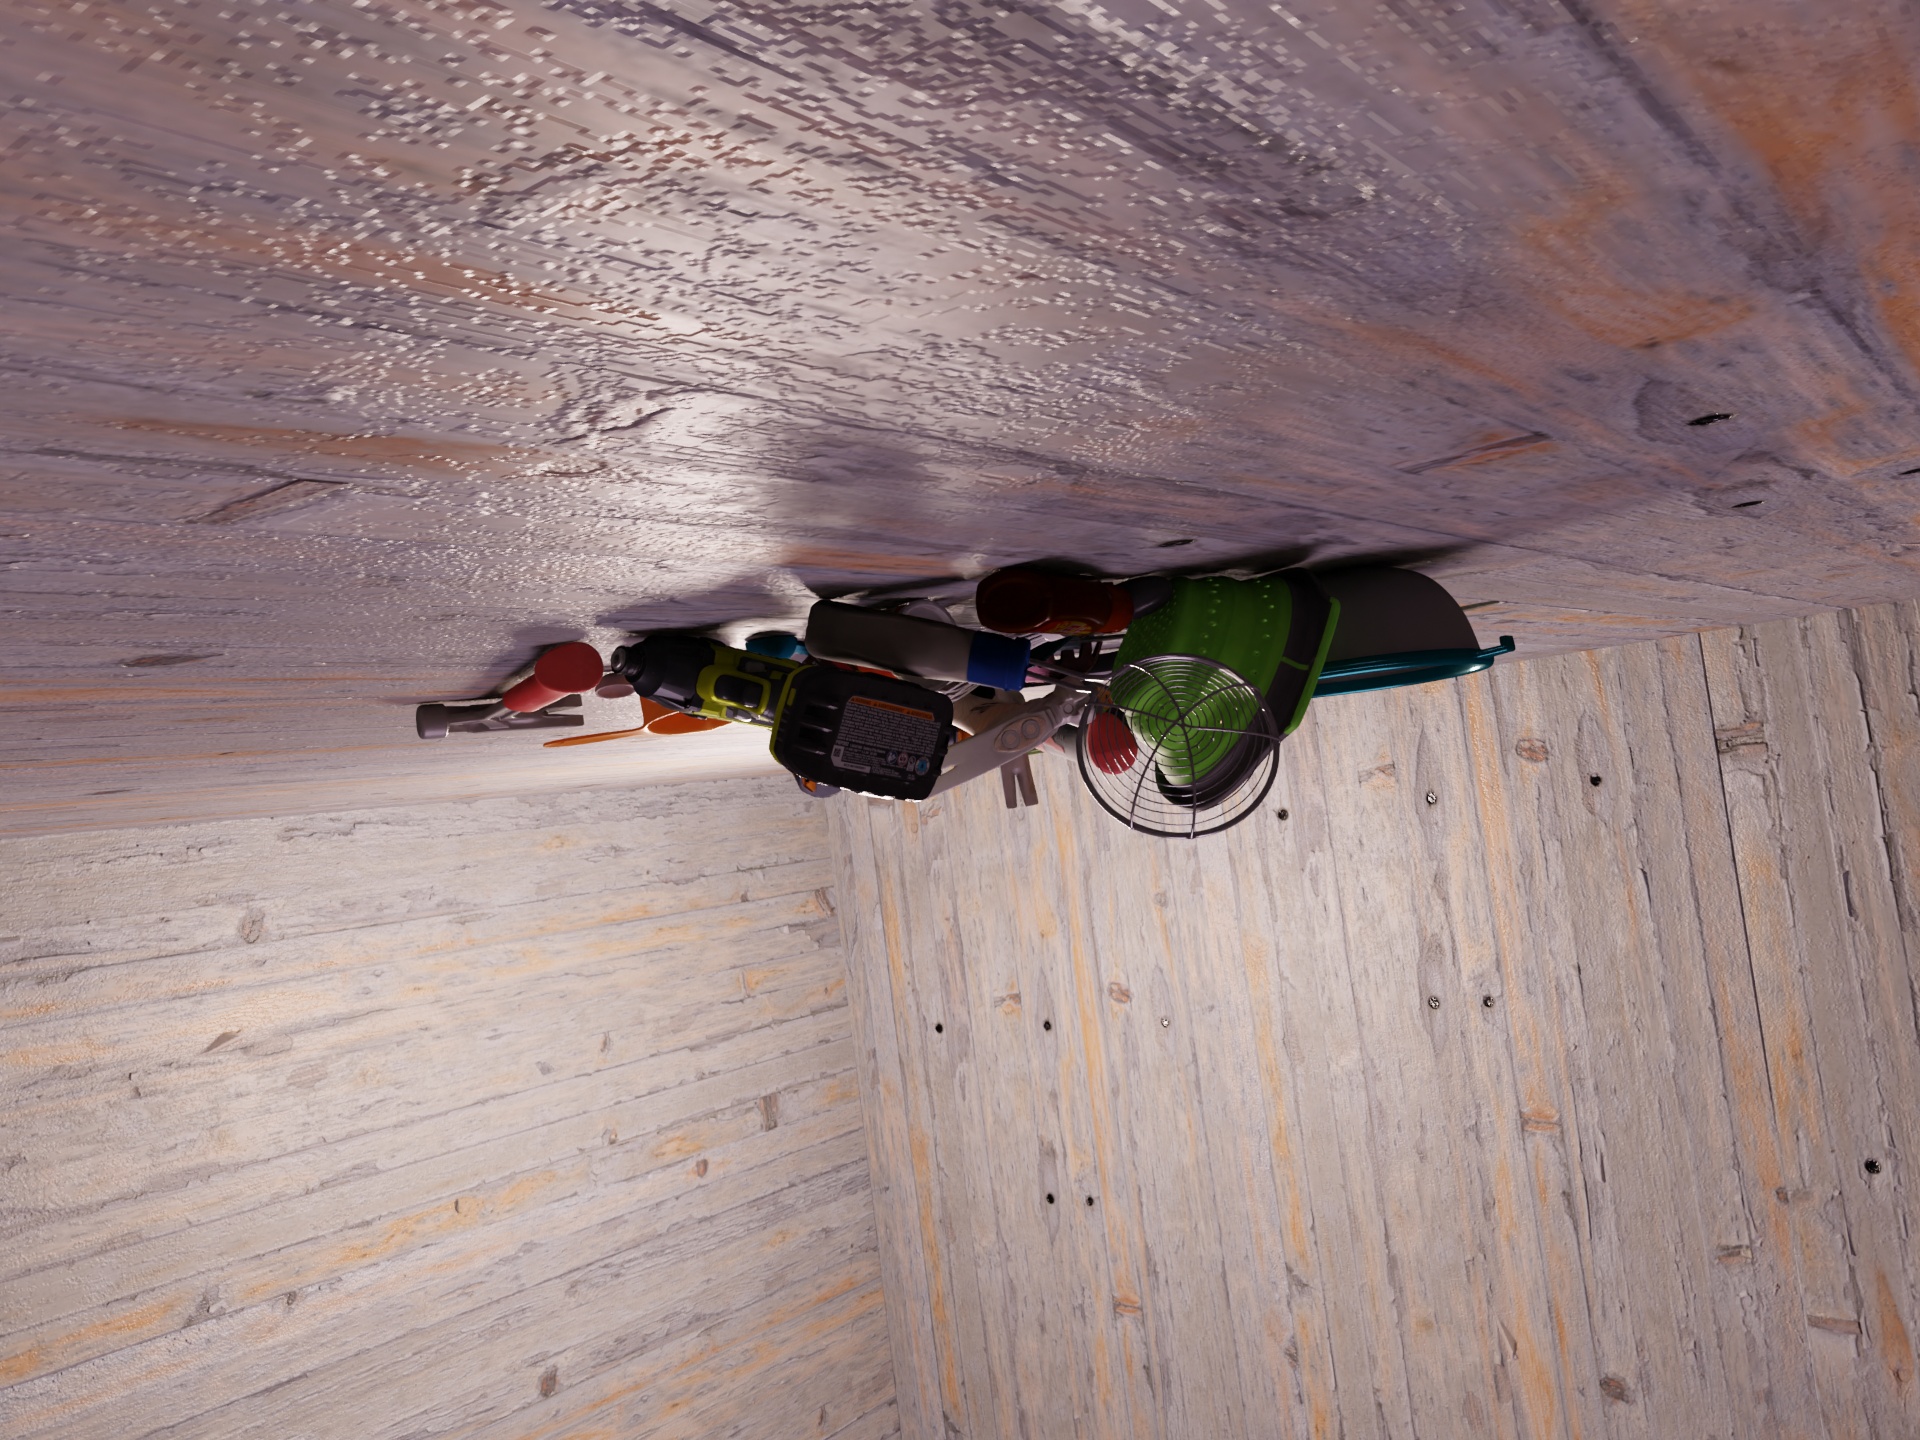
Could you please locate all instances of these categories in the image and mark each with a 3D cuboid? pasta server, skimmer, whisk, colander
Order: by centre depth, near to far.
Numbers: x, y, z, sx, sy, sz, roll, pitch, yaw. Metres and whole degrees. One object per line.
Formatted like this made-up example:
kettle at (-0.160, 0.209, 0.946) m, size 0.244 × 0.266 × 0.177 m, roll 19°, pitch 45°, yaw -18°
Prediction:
skimmer at (0.073, -0.013, 1.119) m, size 0.127 × 0.090 × 0.363 m, roll -46°, pitch -151°, yaw -13°
whisk at (0.050, -0.067, 1.250) m, size 0.284 × 0.070 × 0.070 m, roll -16°, pitch 172°, yaw 40°
colander at (0.152, -0.031, 1.278) m, size 0.094 × 0.204 × 0.397 m, roll 26°, pitch 165°, yaw -13°
pasta server at (-0.015, -0.046, 1.574) m, size 0.316 × 0.040 × 0.060 m, roll -6°, pitch 177°, yaw 1°

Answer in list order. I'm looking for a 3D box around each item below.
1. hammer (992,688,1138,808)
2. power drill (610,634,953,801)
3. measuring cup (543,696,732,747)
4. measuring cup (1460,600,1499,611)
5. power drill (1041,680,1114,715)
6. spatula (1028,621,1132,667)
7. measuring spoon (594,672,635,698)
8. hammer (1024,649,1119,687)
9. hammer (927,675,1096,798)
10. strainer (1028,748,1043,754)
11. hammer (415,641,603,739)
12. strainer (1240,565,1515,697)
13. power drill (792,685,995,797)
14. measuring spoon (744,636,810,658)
hammer at (0.082, 0.027, 1.366) m, size 0.038 × 0.143 × 0.386 m, roll -9°, pitch -174°, yaw -10°
power drill at (-0.128, -0.012, 1.122) m, size 0.171 × 0.080 × 0.223 m, roll 13°, pitch -177°, yaw -45°
measuring cup at (-0.261, -0.016, 1.304) m, size 0.173 × 0.052 × 0.095 m, roll -11°, pitch 169°, yaw 2°
measuring cup at (0.402, -0.107, 1.447) m, size 0.167 × 0.038 × 0.083 m, roll -10°, pitch 176°, yaw 10°
power drill at (0.179, -0.027, 1.599) m, size 0.226 × 0.084 × 0.185 m, roll -19°, pitch 179°, yaw -12°
spatula at (0.170, -0.077, 1.382) m, size 0.317 × 0.044 × 0.082 m, roll -7°, pitch -179°, yaw -29°
measuring spoon at (-0.251, -0.043, 1.349) m, size 0.124 × 0.018 × 0.034 m, roll -14°, pitch 162°, yaw 6°
hammer at (0.025, -0.042, 1.734) m, size 0.335 × 0.035 × 0.146 m, roll -8°, pitch 177°, yaw 5°
hammer at (-0.002, -0.004, 1.353) m, size 0.146 × 0.038 × 0.411 m, roll -26°, pitch -171°, yaw -6°
strainer at (-0.014, 0.017, 1.777) m, size 0.256 × 0.069 × 0.151 m, roll -7°, pitch 180°, yaw 10°
hammer at (-0.342, -0.021, 1.299) m, size 0.149 × 0.037 × 0.359 m, roll -6°, pitch 177°, yaw -27°
strainer at (0.318, -0.070, 1.364) m, size 0.211 × 0.095 × 0.340 m, roll -6°, pitch 177°, yaw -3°
power drill at (-0.075, 0.003, 1.611) m, size 0.226 × 0.084 × 0.164 m, roll -9°, pitch -151°, yaw -17°
measuring spoon at (-0.138, -0.052, 1.309) m, size 0.042 × 0.021 × 0.128 m, roll -8°, pitch 175°, yaw 16°
